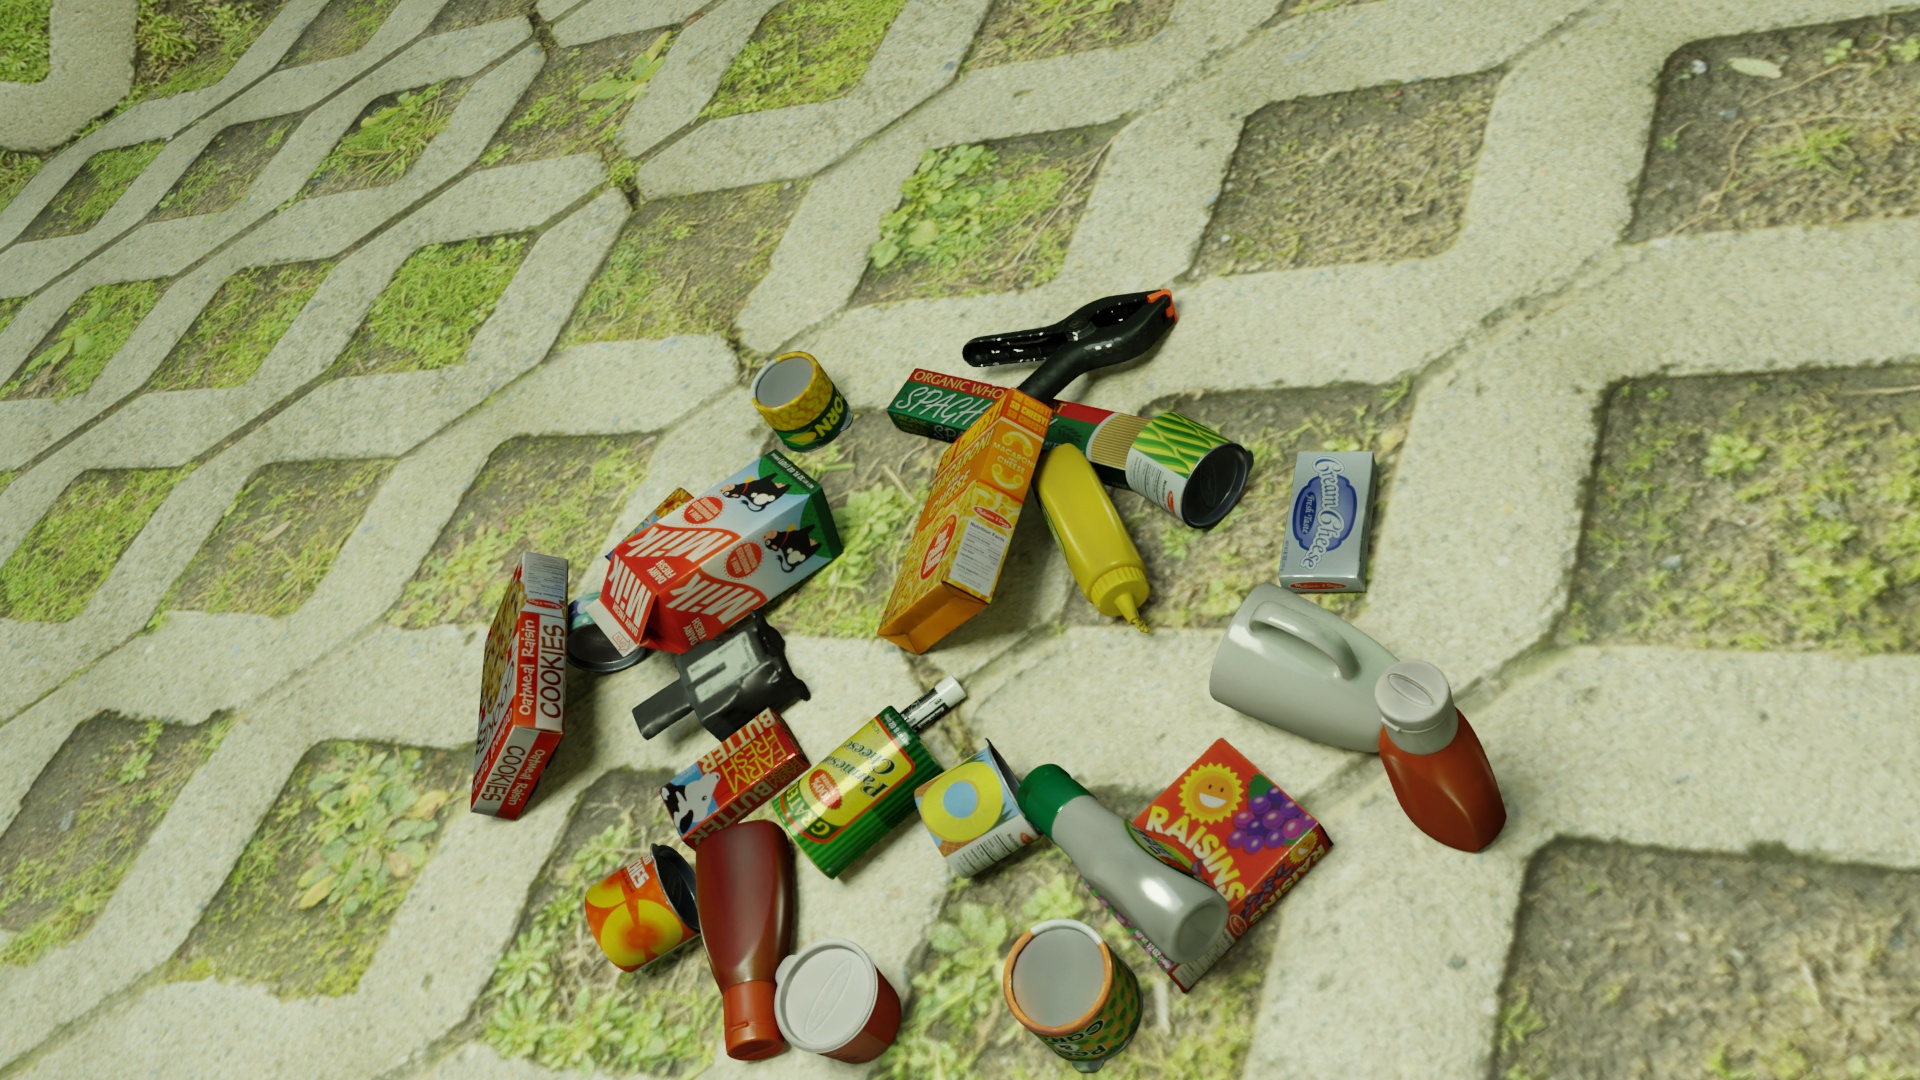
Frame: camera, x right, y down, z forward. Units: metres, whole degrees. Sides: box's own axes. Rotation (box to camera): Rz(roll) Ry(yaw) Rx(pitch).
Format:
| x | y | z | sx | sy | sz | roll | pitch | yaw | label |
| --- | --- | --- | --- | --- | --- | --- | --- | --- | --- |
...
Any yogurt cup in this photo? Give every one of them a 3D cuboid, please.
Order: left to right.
| x | y | z | sx | sy | sz | roll | pitch | yaw | label |
| --- | --- | --- | --- | --- | --- | --- | --- | --- | --- |
| -0.071 | 0.284 | 0.846 | 0.072 | 0.053 | 0.073 | -14 | 51 | 18 | yogurt cup |

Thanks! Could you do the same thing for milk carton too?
| x | y | z | sx | sy | sz | roll | pitch | yaw | label |
| --- | --- | --- | --- | --- | --- | --- | --- | --- | --- |
| -0.193 | 0.018 | 1.069 | 0.191 | 0.073 | 0.072 | -34 | 46 | -20 | milk carton |

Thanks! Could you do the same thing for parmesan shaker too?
| x | y | z | sx | sy | sz | roll | pitch | yaw | label |
| --- | --- | --- | --- | --- | --- | --- | --- | --- | --- |
| -0.067 | 0.165 | 0.927 | 0.103 | 0.071 | 0.071 | -40 | 48 | -6 | parmesan shaker |

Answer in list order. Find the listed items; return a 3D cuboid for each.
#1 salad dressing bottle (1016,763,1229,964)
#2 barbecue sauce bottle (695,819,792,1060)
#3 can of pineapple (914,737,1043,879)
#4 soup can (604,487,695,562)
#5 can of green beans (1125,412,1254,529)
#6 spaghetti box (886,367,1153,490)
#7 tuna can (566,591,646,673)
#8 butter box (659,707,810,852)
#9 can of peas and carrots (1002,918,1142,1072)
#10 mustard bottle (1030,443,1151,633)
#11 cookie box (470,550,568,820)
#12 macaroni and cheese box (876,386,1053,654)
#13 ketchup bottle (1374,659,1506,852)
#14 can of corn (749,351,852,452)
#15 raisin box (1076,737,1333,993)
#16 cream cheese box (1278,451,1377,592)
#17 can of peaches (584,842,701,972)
| x | y | z | sx | sy | sz | roll | pitch | yaw | label |
| --- | --- | --- | --- | --- | --- | --- | --- | --- | --- |
| 0.087 | 0.179 | 0.791 | 0.044 | 0.064 | 0.148 | -52 | 41 | -2 | salad dressing bottle |
| -0.139 | 0.260 | 0.907 | 0.065 | 0.043 | 0.149 | -21 | 49 | 11 | barbecue sauce bottle |
| 0.011 | 0.171 | 0.883 | 0.058 | 0.070 | 0.071 | -31 | 48 | 3 | can of pineapple |
| -0.238 | 0.006 | 1.134 | 0.084 | 0.071 | 0.071 | -46 | 49 | -12 | soup can |
| 0.159 | -0.050 | 0.976 | 0.071 | 0.071 | 0.058 | -45 | 48 | -10 | can of green beans |
| 0.050 | -0.089 | 1.087 | 0.250 | 0.028 | 0.050 | 17 | 64 | 35 | spaghetti box |
| -0.283 | 0.072 | 1.106 | 0.071 | 0.071 | 0.033 | -23 | 48 | 10 | tuna can |
| -0.163 | 0.171 | 0.999 | 0.103 | 0.024 | 0.053 | -37 | 47 | -3 | butter box |
| 0.064 | 0.260 | 0.793 | 0.071 | 0.058 | 0.071 | -14 | 50 | 18 | can of peas and carrots |
| 0.095 | 0.004 | 0.970 | 0.049 | 0.065 | 0.161 | -26 | 50 | 4 | mustard bottle |
| -0.341 | 0.112 | 1.081 | 0.122 | 0.040 | 0.168 | -54 | 35 | 38 | cookie box |
| 0.004 | -0.013 | 1.001 | 0.123 | 0.040 | 0.167 | -40 | 26 | 57 | macaroni and cheese box |
| 0.253 | 0.115 | 0.747 | 0.043 | 0.148 | 0.065 | -46 | 48 | -9 | ketchup bottle |
| -0.135 | -0.119 | 1.183 | 0.071 | 0.058 | 0.071 | -14 | 51 | 18 | can of corn |
| 0.144 | 0.190 | 0.820 | 0.123 | 0.040 | 0.086 | -43 | 47 | -7 | raisin box |
| 0.247 | -0.013 | 0.931 | 0.053 | 0.024 | 0.104 | 0 | 56 | 25 | cream cheese box |
| -0.212 | 0.246 | 0.936 | 0.058 | 0.071 | 0.071 | -31 | 48 | 4 | can of peaches |
